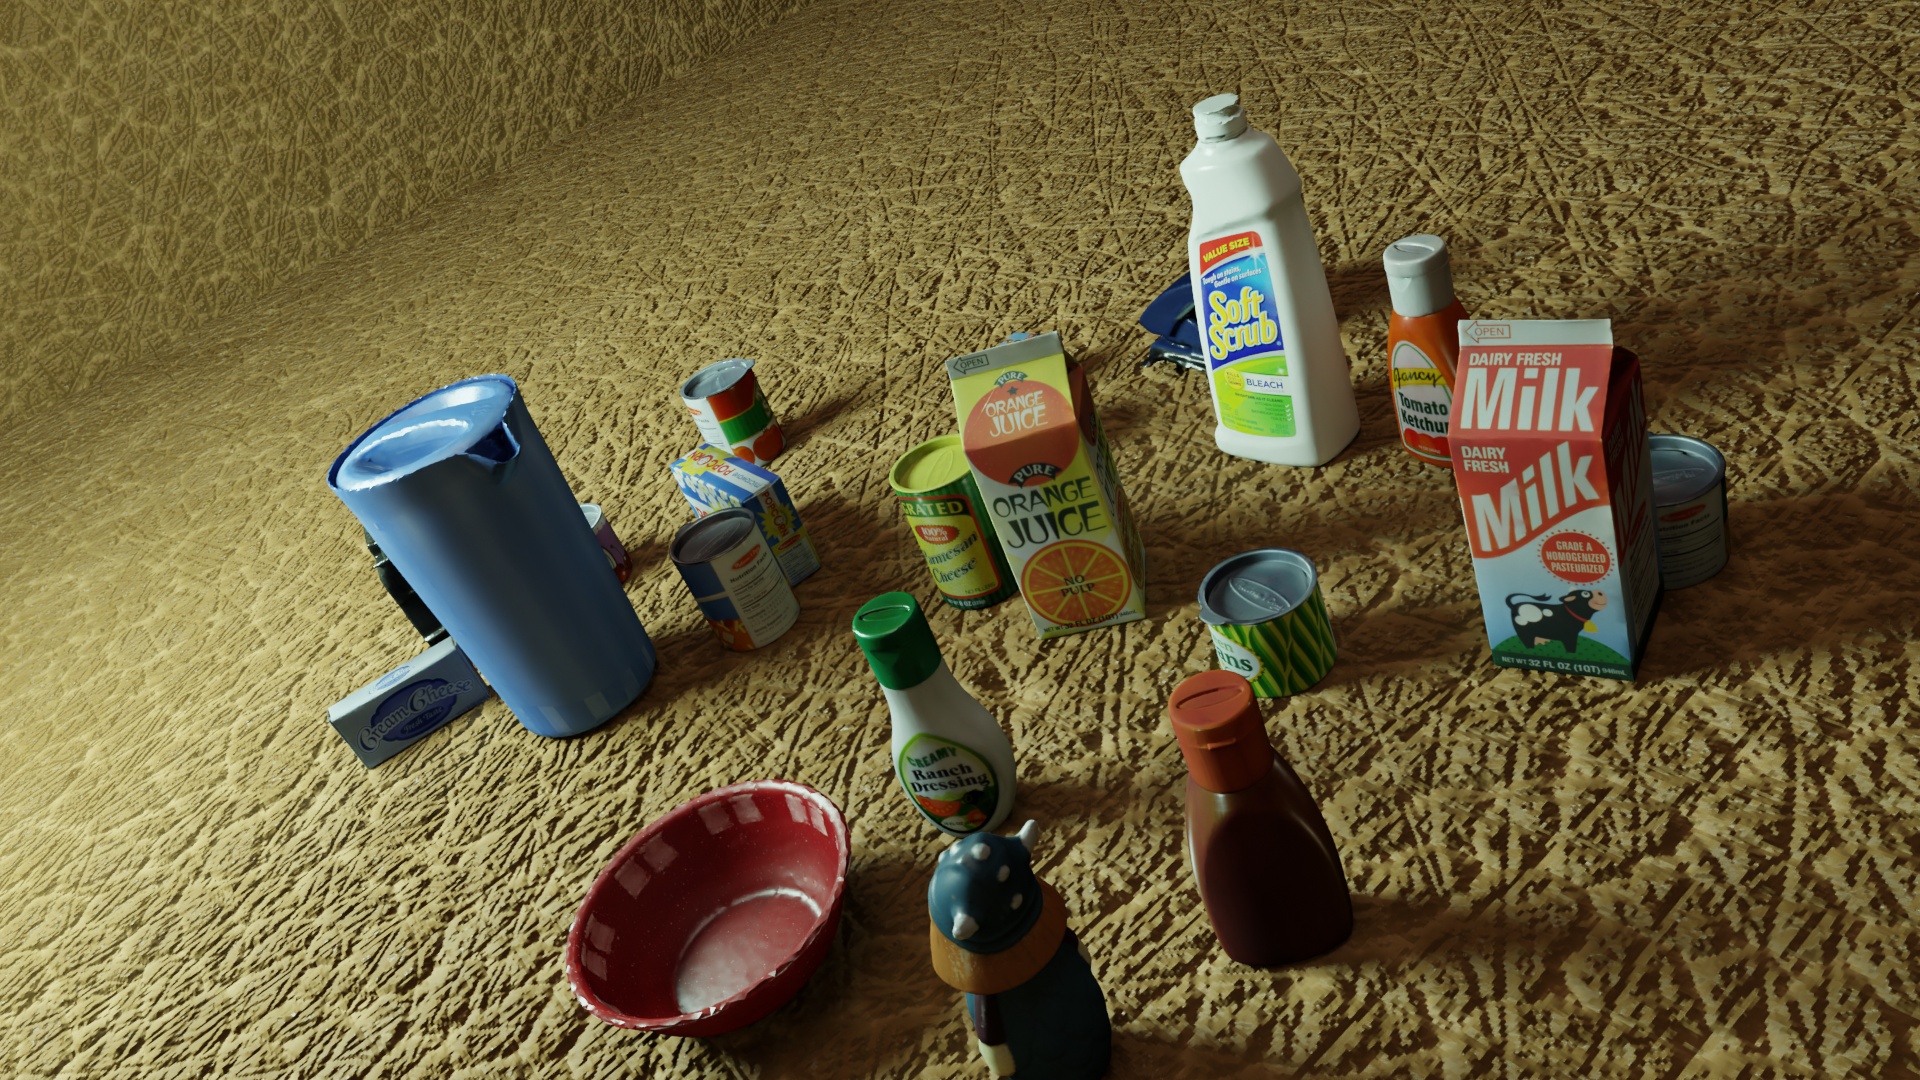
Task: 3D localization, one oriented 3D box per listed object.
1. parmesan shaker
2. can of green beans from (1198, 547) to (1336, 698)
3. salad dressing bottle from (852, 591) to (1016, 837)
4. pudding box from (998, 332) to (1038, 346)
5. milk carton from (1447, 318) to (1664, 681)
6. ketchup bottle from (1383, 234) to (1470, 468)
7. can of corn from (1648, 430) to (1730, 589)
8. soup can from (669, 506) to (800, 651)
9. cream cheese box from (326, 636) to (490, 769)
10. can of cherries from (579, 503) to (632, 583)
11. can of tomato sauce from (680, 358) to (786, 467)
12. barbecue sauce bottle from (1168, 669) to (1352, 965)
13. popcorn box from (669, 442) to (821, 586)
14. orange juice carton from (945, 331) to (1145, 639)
[{"bbox_3d":[0.003,-0.012,0.936,0.071,0.102,0.072,-17,32,11],"label":"parmesan shaker"},{"bbox_3d":[0.173,0.046,0.783,0.071,0.057,0.071,-16,32,11],"label":"can of green beans"},{"bbox_3d":[-0.015,0.094,0.744,0.064,0.147,0.044,-11,33,20],"label":"salad dressing bottle"},{"bbox_3d":[0.037,-0.130,1.146,0.030,0.049,0.084,12,45,43],"label":"pudding box"},{"bbox_3d":[0.296,-0.027,0.689,0.072,0.189,0.074,5,41,38],"label":"milk carton"},{"bbox_3d":[0.295,-0.117,0.866,0.044,0.148,0.065,-36,34,-21],"label":"ketchup bottle"},{"bbox_3d":[0.376,-0.017,0.749,0.071,0.058,0.071,-16,32,11],"label":"can of corn"},{"bbox_3d":[-0.163,0.028,1.001,0.071,0.083,0.072,-16,32,11],"label":"soup can"},{"bbox_3d":[-0.414,0.122,1.047,0.104,0.053,0.024,-32,32,-15],"label":"cream cheese box"},{"bbox_3d":[-0.312,0.013,1.143,0.071,0.058,0.072,-16,32,11],"label":"can of cherries"},{"bbox_3d":[-0.199,-0.111,1.236,0.071,0.082,0.071,-16,32,11],"label":"can of tomato sauce"},{"bbox_3d":[0.127,0.123,0.609,0.065,0.148,0.044,-16,32,11],"label":"barbecue sauce bottle"},{"bbox_3d":[-0.167,-0.020,1.075,0.038,0.085,0.127,-37,34,-22],"label":"popcorn box"},{"bbox_3d":[0.055,-0.039,0.858,0.072,0.191,0.073,-14,32,15],"label":"orange juice carton"}]
